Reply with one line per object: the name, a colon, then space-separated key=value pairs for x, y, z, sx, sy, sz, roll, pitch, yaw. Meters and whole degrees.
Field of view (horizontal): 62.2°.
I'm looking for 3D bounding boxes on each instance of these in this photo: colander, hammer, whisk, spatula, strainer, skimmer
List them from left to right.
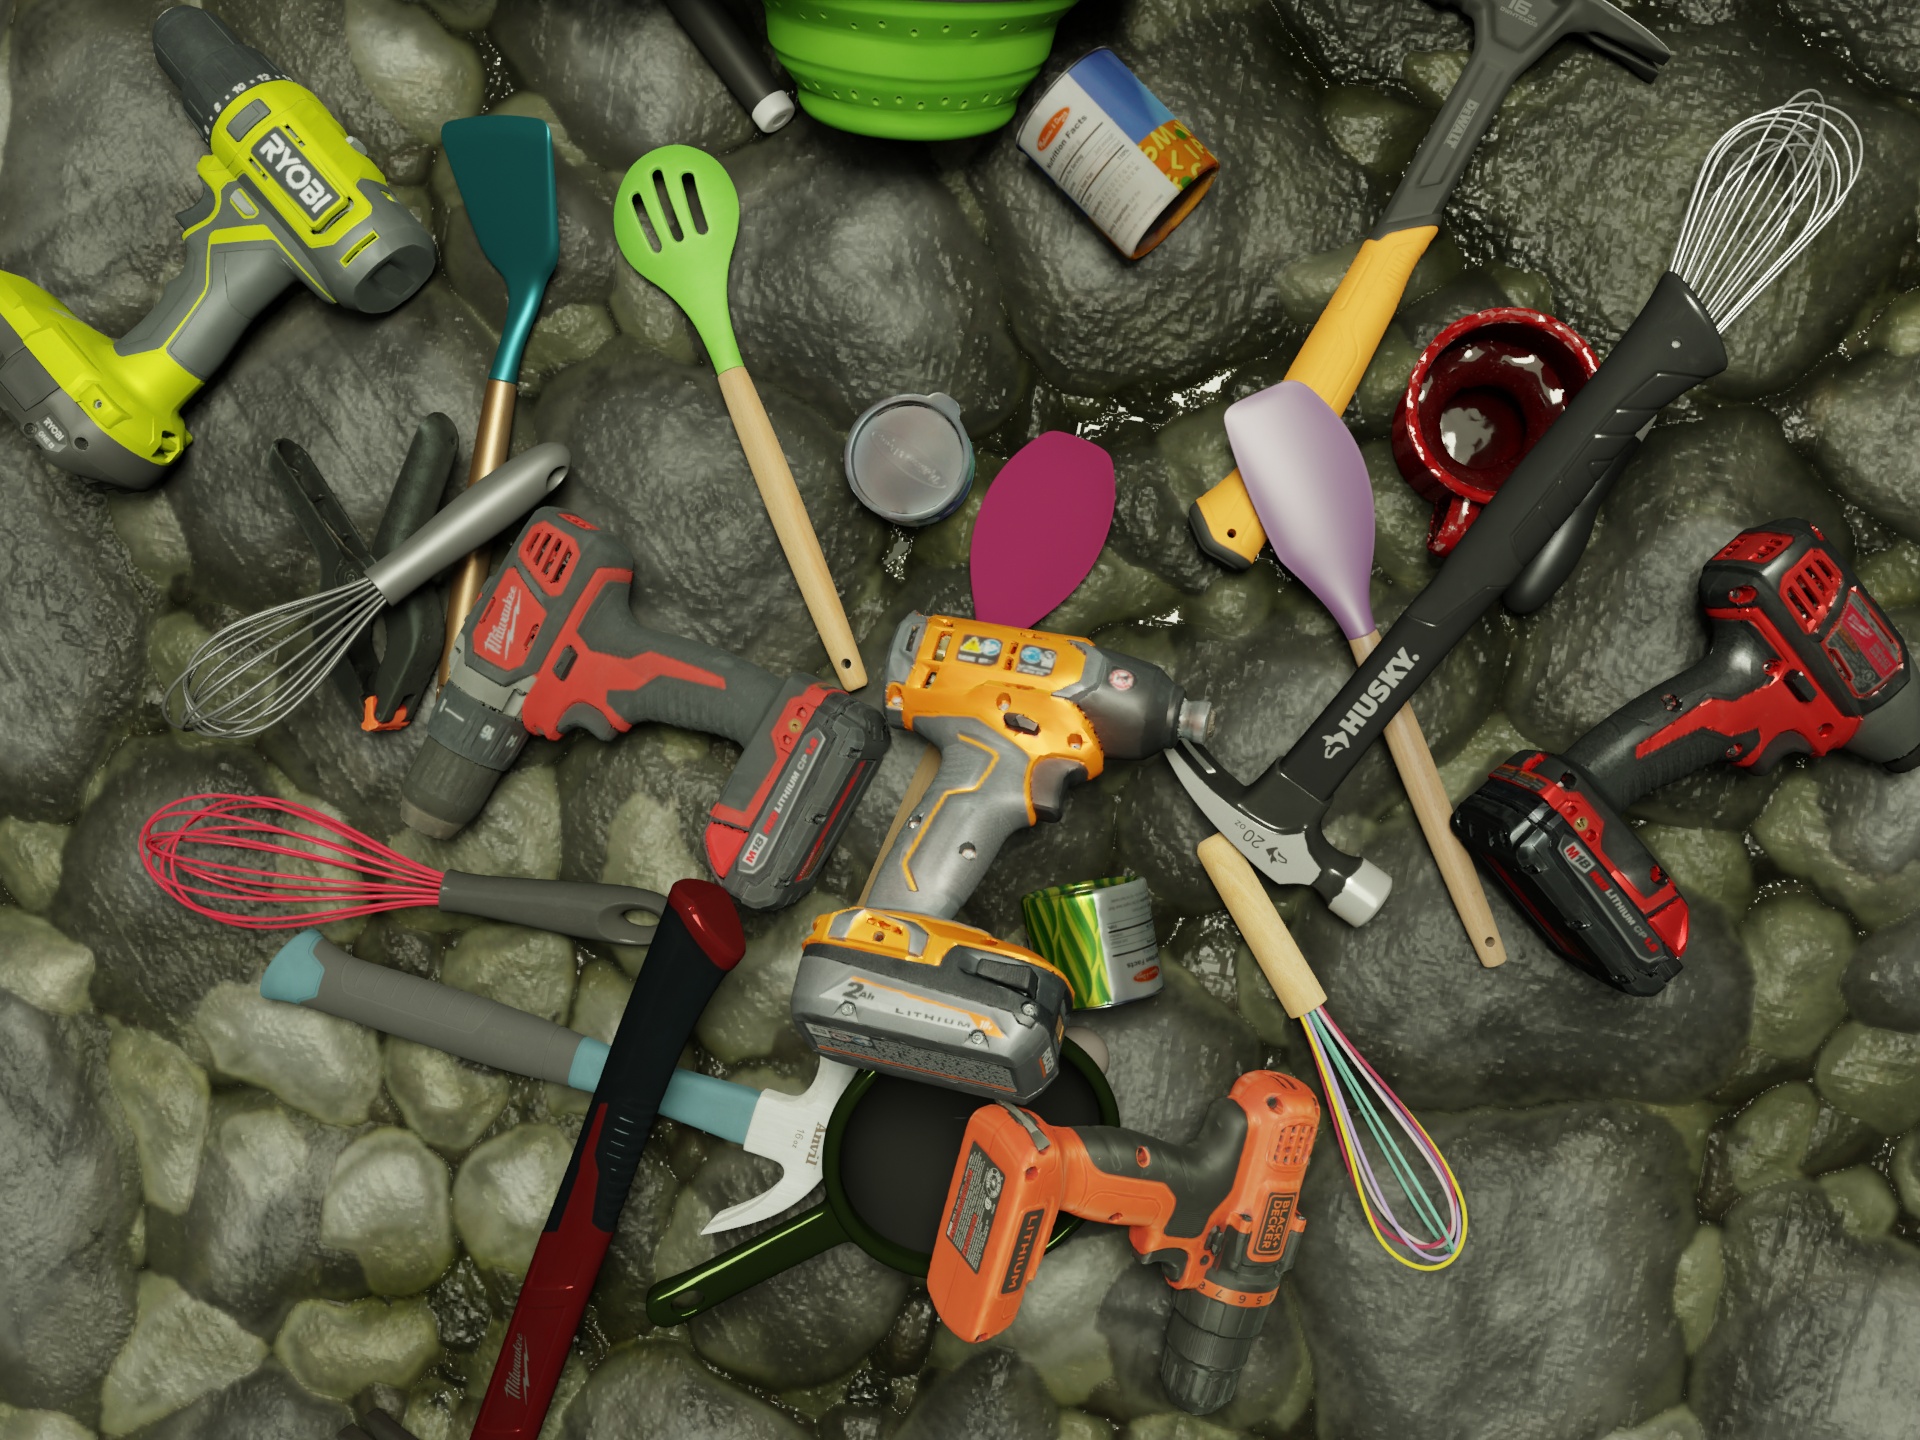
whisk: x=-0.296 y=-0.070 z=0.807 sx=0.239 sy=0.055 sz=0.055 roll=-40 pitch=86 yaw=-15
whisk: x=-0.296 y=0.088 z=0.855 sx=0.296 sy=0.073 sz=0.073 roll=8 pitch=91 yaw=0
spatula: x=-0.260 y=-0.159 z=0.856 sx=0.082 sy=0.044 sz=0.317 roll=11 pitch=93 yaw=30
hammer: x=-0.219 y=0.178 z=0.858 sx=0.331 sy=0.033 sz=0.128 roll=16 pitch=91 yaw=6
hammer: x=-0.206 y=0.251 z=0.810 sx=0.143 sy=0.038 sz=0.386 roll=25 pitch=103 yaw=18
skimmer: x=-0.190 y=-0.477 z=0.826 sx=0.127 sy=0.090 sz=0.363 roll=-34 pitch=89 yaw=-27
colander: x=-0.106 y=-0.353 z=0.786 sx=0.397 sy=0.205 sz=0.094 roll=5 pitch=125 yaw=0
strainer: x=-0.045 y=0.228 z=0.813 sx=0.256 sy=0.069 sz=0.151 roll=-28 pitch=112 yaw=1
whisk: x=0.187 y=0.168 z=0.813 sx=0.047 sy=0.051 sz=0.245 roll=-30 pitch=84 yaw=11
spatula: x=0.215 y=-0.021 z=0.803 sx=0.060 sy=0.018 sz=0.316 roll=-23 pitch=95 yaw=1
hammer: x=0.222 y=-0.224 z=0.812 sx=0.127 sy=0.034 sz=0.337 roll=30 pitch=93 yaw=6
hammer: x=0.226 y=-0.060 z=0.746 sx=0.146 sy=0.035 sz=0.334 roll=37 pitch=118 yaw=6
whisk: x=0.349 y=-0.179 z=0.790 sx=0.070 sy=0.070 sz=0.284 roll=30 pitch=98 yaw=5

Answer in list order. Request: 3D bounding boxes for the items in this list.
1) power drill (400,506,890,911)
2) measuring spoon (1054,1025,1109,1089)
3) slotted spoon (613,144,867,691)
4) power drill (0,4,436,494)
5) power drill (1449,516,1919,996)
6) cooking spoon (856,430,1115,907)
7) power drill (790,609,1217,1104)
power drill: x=-0.172 y=0.016 z=0.833 sx=0.227 sy=0.080 sz=0.188 roll=30 pitch=92 yaw=8
measuring spoon: x=0.021 y=0.158 z=0.840 sx=0.124 sy=0.018 sz=0.034 roll=28 pitch=93 yaw=6
slotted spoon: x=-0.111 y=-0.163 z=0.850 sx=0.070 sy=0.031 sz=0.314 roll=-21 pitch=89 yaw=7
power drill: x=-0.424 y=-0.254 z=0.858 sx=0.228 sy=0.080 sz=0.190 roll=-42 pitch=86 yaw=2
power drill: x=0.364 y=0.022 z=0.773 sx=0.219 sy=0.078 sz=0.143 roll=-43 pitch=101 yaw=0
cooking spoon: x=-0.001 y=-0.003 z=0.843 sx=0.069 sy=0.017 sz=0.319 roll=25 pitch=92 yaw=12
power drill: x=0.024 y=0.056 z=0.750 sx=0.164 sy=0.084 sz=0.227 roll=9 pitch=61 yaw=14
